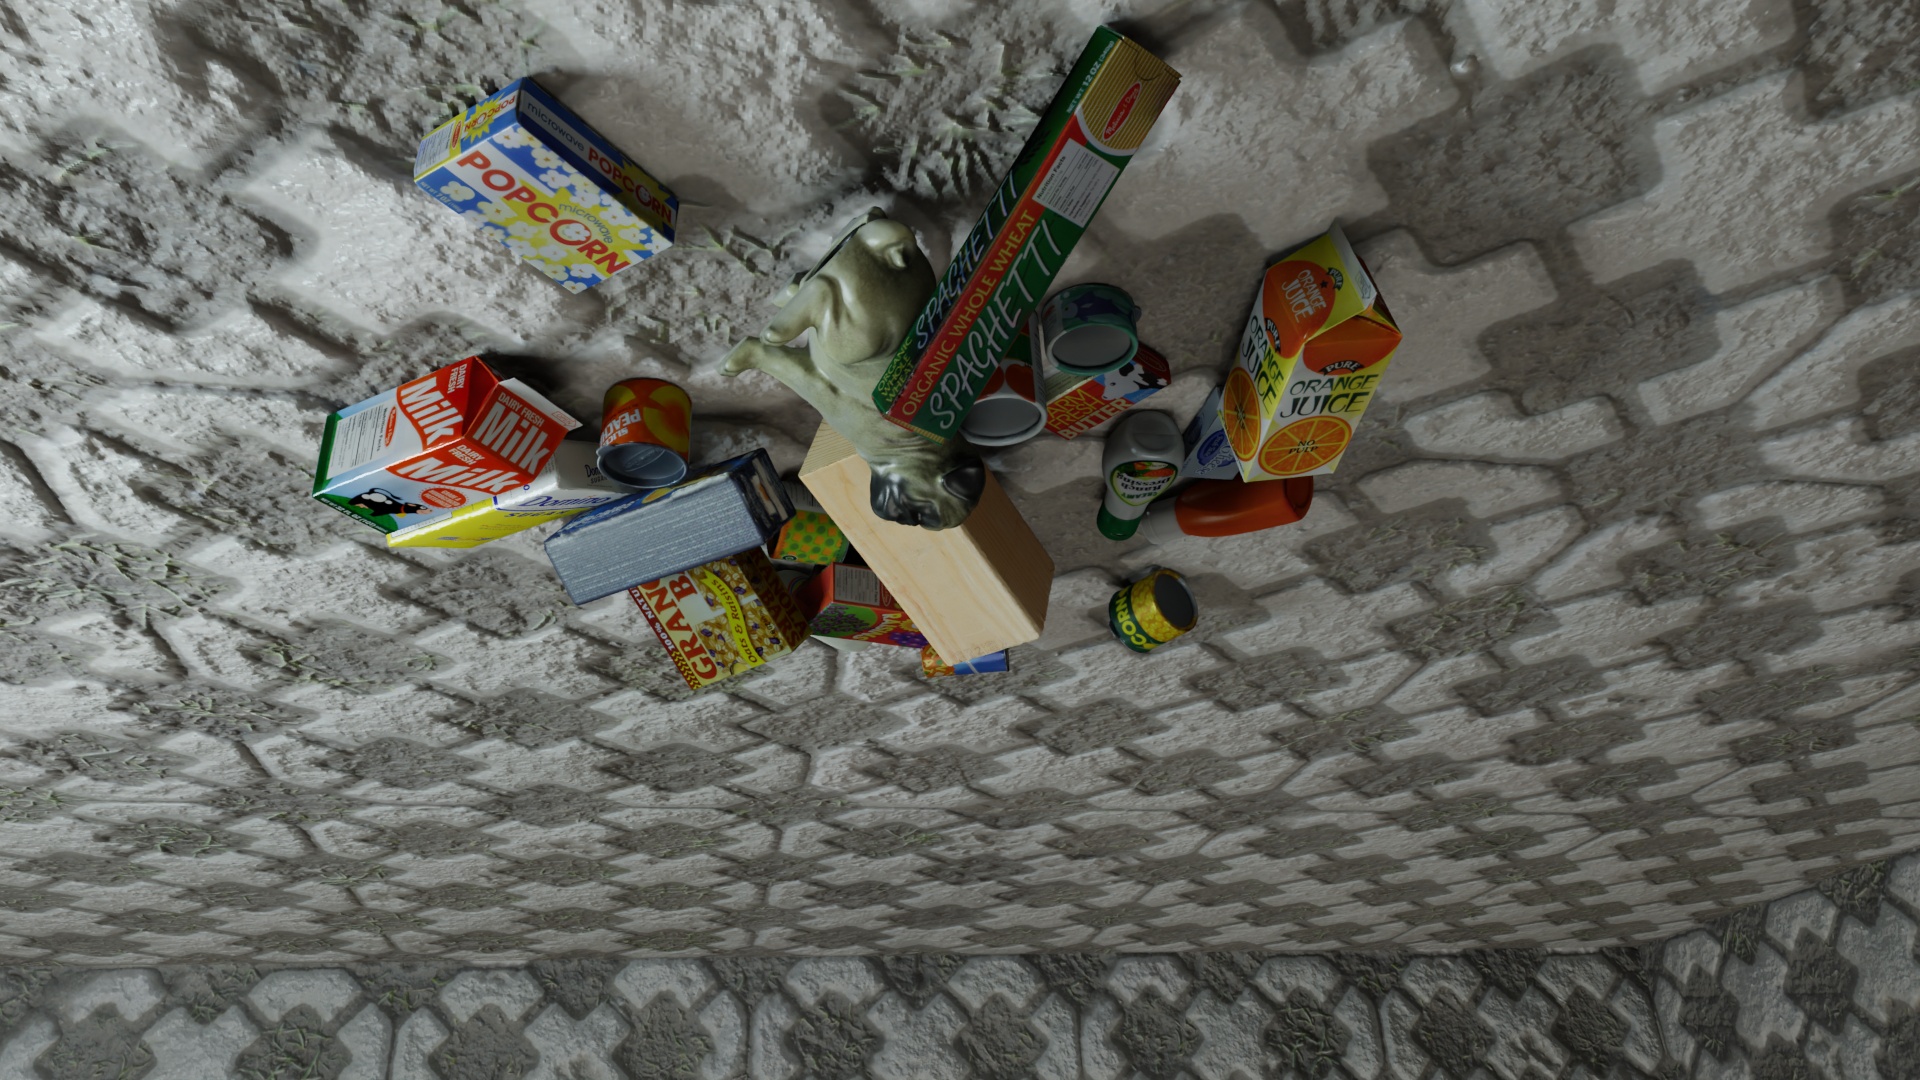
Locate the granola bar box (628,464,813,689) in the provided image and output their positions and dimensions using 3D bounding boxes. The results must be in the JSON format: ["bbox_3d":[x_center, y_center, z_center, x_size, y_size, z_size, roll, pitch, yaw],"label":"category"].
[{"bbox_3d":[-0.217,0.035,1.160,0.124,0.039,0.165,-23,104,32],"label":"granola bar box"}]

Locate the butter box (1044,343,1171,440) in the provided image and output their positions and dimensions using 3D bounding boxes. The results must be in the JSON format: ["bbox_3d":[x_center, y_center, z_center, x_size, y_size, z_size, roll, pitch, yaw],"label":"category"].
[{"bbox_3d":[0.101,-0.113,1.038,0.053,0.024,0.103,23,142,-39],"label":"butter box"}]

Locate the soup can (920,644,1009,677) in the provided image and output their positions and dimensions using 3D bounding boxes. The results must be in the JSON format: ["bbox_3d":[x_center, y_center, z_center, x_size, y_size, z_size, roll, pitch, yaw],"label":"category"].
[{"bbox_3d":[0.004,0.099,1.384,0.084,0.071,0.071,-5,152,4],"label":"soup can"}]

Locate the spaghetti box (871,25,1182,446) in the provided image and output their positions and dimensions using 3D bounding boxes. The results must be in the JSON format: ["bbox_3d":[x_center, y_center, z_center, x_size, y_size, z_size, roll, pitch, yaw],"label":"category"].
[{"bbox_3d":[0.033,-0.168,0.790,0.050,0.029,0.249,21,111,-36],"label":"spaghetti box"}]

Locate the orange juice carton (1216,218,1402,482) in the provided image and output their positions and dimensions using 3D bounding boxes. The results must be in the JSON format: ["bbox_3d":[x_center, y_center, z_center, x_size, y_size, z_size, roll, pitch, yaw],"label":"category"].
[{"bbox_3d":[0.242,-0.127,0.958,0.073,0.072,0.191,-6,146,-11],"label":"orange juice carton"}]

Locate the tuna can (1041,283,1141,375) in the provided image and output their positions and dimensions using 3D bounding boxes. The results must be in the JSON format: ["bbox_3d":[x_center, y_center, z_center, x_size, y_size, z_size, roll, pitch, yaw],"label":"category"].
[{"bbox_3d":[0.093,-0.145,0.968,0.071,0.033,0.070,-2,152,-1],"label":"tuna can"}]

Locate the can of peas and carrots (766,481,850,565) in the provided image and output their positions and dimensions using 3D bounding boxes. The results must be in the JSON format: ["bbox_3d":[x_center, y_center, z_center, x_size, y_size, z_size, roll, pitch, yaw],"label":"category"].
[{"bbox_3d":[-0.127,-0.011,1.157,0.059,0.071,0.070,8,150,-19],"label":"can of peas and carrots"}]

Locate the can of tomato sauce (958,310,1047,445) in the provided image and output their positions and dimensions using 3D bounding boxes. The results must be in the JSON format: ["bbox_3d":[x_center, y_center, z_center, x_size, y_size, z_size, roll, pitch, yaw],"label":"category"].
[{"bbox_3d":[0.022,-0.116,0.961,0.071,0.083,0.071,-3,152,-1],"label":"can of tomato sauce"}]

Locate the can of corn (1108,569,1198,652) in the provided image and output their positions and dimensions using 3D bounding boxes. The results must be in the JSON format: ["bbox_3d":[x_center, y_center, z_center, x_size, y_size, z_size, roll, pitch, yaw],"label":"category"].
[{"bbox_3d":[0.185,0.069,1.341,0.071,0.071,0.058,19,144,-35],"label":"can of corn"}]

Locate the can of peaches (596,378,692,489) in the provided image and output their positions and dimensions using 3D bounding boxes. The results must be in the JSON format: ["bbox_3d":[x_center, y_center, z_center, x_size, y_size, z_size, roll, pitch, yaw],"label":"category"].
[{"bbox_3d":[-0.235,-0.080,1.030,0.071,0.058,0.071,-2,152,-1],"label":"can of peaches"}]

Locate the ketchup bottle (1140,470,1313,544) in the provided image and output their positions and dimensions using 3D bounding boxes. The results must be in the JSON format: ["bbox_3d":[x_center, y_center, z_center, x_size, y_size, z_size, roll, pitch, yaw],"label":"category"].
[{"bbox_3d":[0.222,-0.030,1.173,0.148,0.065,0.043,-16,128,40],"label":"ketchup bottle"}]

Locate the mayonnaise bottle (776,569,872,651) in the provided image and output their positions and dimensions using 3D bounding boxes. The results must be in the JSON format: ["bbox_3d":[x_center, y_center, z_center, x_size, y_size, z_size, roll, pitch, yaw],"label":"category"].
[{"bbox_3d":[-0.150,0.059,1.298,0.148,0.065,0.041,17,147,-26],"label":"mayonnaise bottle"}]

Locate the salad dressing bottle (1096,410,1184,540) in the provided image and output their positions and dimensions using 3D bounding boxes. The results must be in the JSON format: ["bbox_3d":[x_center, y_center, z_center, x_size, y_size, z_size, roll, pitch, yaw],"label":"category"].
[{"bbox_3d":[0.143,-0.049,1.142,0.064,0.044,0.147,1,152,-5],"label":"salad dressing bottle"}]

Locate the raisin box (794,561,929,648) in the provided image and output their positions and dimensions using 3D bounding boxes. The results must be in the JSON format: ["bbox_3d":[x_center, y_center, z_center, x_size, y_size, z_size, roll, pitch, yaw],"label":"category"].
[{"bbox_3d":[-0.070,0.057,1.190,0.123,0.040,0.085,10,153,-26],"label":"raisin box"}]

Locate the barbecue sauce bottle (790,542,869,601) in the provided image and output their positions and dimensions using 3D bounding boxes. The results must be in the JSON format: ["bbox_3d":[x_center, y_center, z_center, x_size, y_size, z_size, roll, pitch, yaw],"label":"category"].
[{"bbox_3d":[-0.098,0.022,1.225,0.065,0.044,0.148,22,133,-32],"label":"barbecue sauce bottle"}]

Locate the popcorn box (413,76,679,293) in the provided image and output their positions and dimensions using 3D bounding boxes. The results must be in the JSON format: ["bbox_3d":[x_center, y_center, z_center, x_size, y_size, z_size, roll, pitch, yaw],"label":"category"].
[{"bbox_3d":[-0.240,-0.205,0.815,0.085,0.038,0.126,-19,148,26],"label":"popcorn box"}]

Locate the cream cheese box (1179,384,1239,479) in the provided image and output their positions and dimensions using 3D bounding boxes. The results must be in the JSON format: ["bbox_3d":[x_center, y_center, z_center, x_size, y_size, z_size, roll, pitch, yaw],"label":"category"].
[{"bbox_3d":[0.211,-0.085,1.104,0.053,0.024,0.103,3,152,-13],"label":"cream cheese box"}]

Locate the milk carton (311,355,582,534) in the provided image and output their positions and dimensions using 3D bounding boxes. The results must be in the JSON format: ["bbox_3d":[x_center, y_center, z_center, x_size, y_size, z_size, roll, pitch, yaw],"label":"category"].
[{"bbox_3d":[-0.372,-0.073,1.011,0.190,0.074,0.072,-17,149,23],"label":"milk carton"}]
